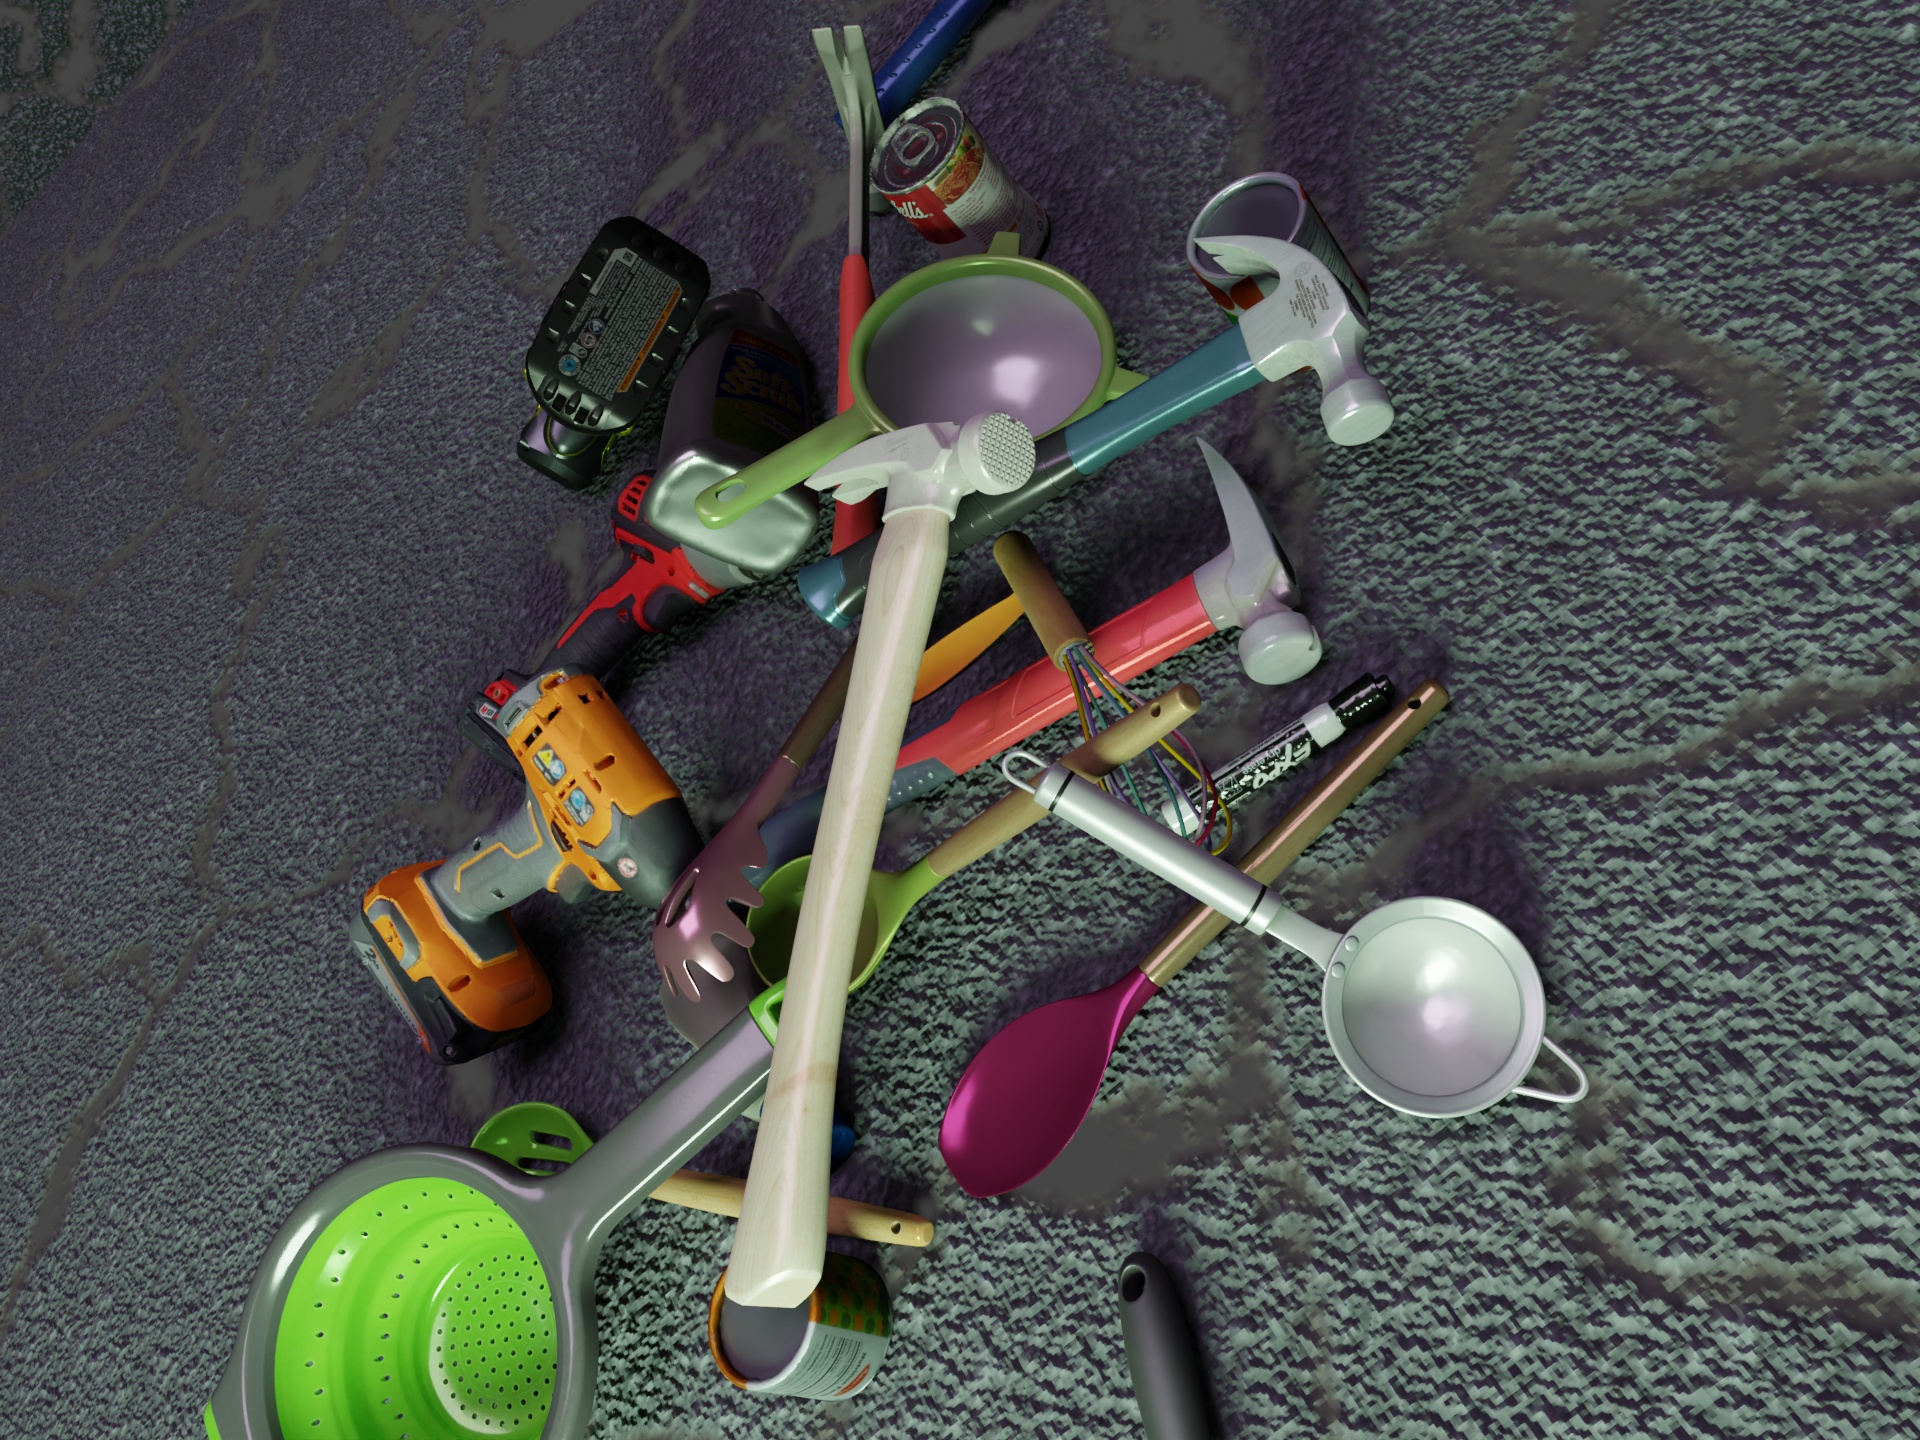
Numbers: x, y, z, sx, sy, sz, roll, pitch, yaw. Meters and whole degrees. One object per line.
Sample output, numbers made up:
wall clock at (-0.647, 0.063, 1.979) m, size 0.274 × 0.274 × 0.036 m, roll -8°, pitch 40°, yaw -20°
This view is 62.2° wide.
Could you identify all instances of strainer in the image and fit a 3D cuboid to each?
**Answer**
strainer at (-0.030, -0.163, 0.899) m, size 0.256 × 0.069 × 0.152 m, roll -31°, pitch 63°, yaw -10°
strainer at (0.129, 0.080, 0.643) m, size 0.258 × 0.050 × 0.087 m, roll 31°, pitch 82°, yaw 6°

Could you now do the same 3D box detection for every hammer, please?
hammer at (0.047, -0.127, 0.790) m, size 0.331 × 0.033 × 0.128 m, roll -26°, pitch 61°, yaw 30°
hammer at (-0.064, -0.240, 0.976) m, size 0.037 × 0.149 × 0.359 m, roll -3°, pitch 69°, yaw 7°
hammer at (-0.001, -0.003, 0.851) m, size 0.386 × 0.038 × 0.143 m, roll -30°, pitch 51°, yaw 22°
hammer at (0.058, -0.563, 1.106) m, size 0.405 × 0.035 × 0.144 m, roll -46°, pitch 48°, yaw 8°
hammer at (-0.059, 0.058, 0.747) m, size 0.146 × 0.038 × 0.411 m, roll -4°, pitch 71°, yaw 50°

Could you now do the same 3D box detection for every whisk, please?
whisk at (0.096, 0.316, 0.602) m, size 0.055 × 0.055 × 0.239 m, roll -31°, pitch 47°, yaw 21°
whisk at (0.065, -0.017, 0.757) m, size 0.047 × 0.051 × 0.245 m, roll -24°, pitch 44°, yaw -1°

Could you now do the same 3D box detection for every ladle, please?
ladle at (-0.005, 0.057, 0.738) m, size 0.320 × 0.062 × 0.078 m, roll -38°, pitch 58°, yaw 47°

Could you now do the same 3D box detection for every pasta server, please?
pasta server at (-0.074, 0.008, 0.859) m, size 0.060 × 0.040 × 0.316 m, roll -3°, pitch 48°, yaw 51°

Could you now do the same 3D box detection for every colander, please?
colander at (-0.199, 0.269, 0.813) m, size 0.397 × 0.094 × 0.205 m, roll -42°, pitch 66°, yaw 4°

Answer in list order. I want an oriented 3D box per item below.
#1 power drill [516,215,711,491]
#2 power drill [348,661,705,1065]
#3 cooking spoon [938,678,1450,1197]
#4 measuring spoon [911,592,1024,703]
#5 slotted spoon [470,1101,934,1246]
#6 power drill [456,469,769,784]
power drill at (-0.233, -0.260, 1.085) m, size 0.190 × 0.080 × 0.228 m, roll -62°, pitch 14°, yaw -6°
power drill at (-0.238, 0.098, 0.905) m, size 0.226 × 0.084 × 0.164 m, roll -45°, pitch 76°, yaw 26°
cooking spoon at (0.105, 0.099, 0.728) m, size 0.319 × 0.017 × 0.069 m, roll -47°, pitch 48°, yaw 9°
measuring spoon at (0.004, -0.044, 0.885) m, size 0.117 × 0.021 × 0.011 m, roll -37°, pitch 7°, yaw 17°
slotted spoon at (-0.144, 0.247, 0.835) m, size 0.314 × 0.031 × 0.070 m, roll -3°, pitch 73°, yaw 34°
power drill at (-0.210, -0.052, 1.014) m, size 0.143 × 0.078 × 0.220 m, roll 27°, pitch 82°, yaw 42°
